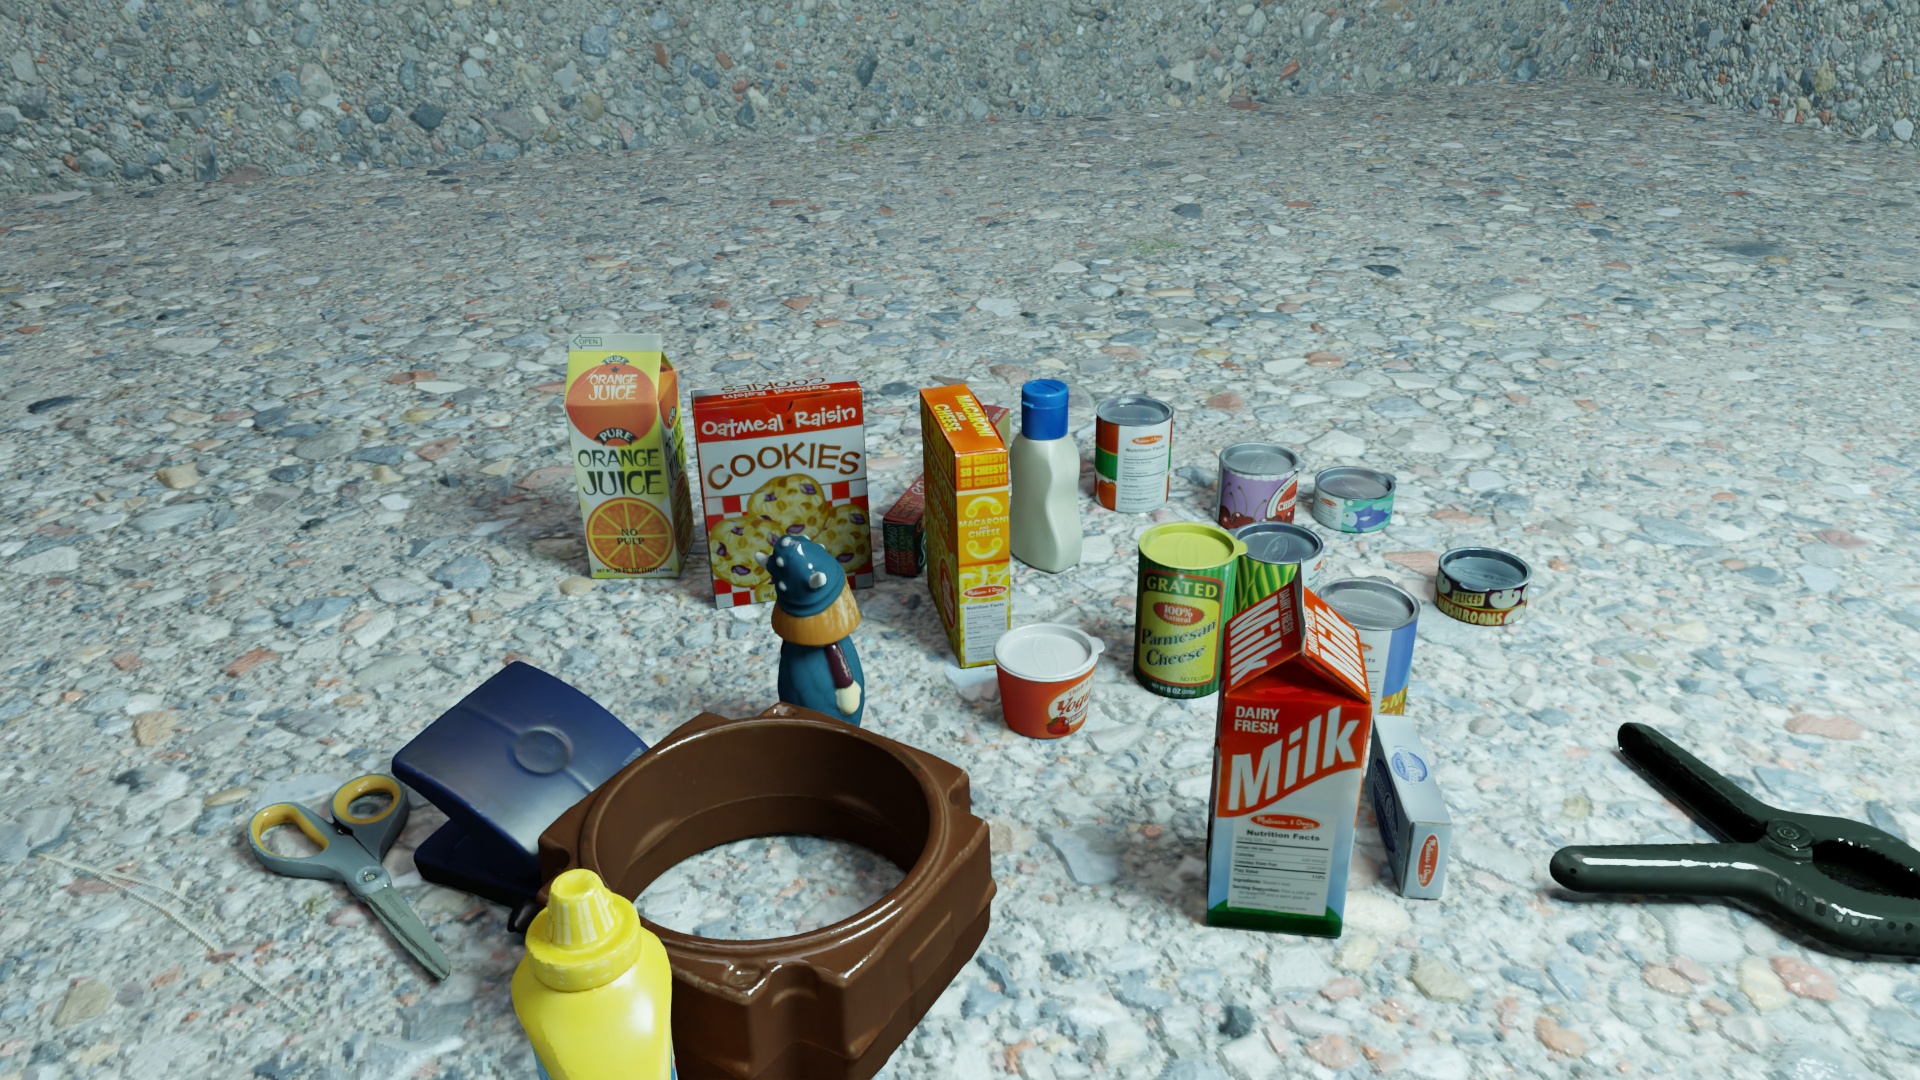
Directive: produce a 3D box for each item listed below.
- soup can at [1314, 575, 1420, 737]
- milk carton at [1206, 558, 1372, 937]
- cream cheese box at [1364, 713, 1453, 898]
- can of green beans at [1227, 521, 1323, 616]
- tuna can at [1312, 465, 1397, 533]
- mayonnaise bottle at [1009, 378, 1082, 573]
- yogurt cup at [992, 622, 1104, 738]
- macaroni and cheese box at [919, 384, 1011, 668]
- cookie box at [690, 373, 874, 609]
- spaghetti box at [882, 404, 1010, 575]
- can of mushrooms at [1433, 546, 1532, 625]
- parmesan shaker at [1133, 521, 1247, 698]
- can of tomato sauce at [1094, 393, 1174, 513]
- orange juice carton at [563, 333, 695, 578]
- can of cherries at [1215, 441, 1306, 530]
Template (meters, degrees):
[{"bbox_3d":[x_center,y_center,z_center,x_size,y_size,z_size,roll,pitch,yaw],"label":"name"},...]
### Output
[{"bbox_3d":[0.261,0.074,0.904,0.071,0.083,0.072,-1,27,1],"label":"soup can"},{"bbox_3d":[0.170,0.109,0.727,0.073,0.189,0.073,3,28,9],"label":"milk carton"},{"bbox_3d":[0.254,0.150,0.792,0.024,0.053,0.104,1,27,4],"label":"cream cheese box"},{"bbox_3d":[0.232,0.026,1.027,0.071,0.057,0.071,-1,27,1],"label":"can of green beans"},{"bbox_3d":[0.332,-0.035,1.167,0.071,0.032,0.071,-1,27,1],"label":"tuna can"},{"bbox_3d":[0.066,-0.051,1.084,0.041,0.147,0.065,-22,34,-35],"label":"mayonnaise bottle"},{"bbox_3d":[0.055,0.093,0.909,0.072,0.053,0.073,-1,27,1],"label":"yogurt cup"},{"bbox_3d":[0.004,-0.012,0.992,0.040,0.165,0.124,-7,28,-11],"label":"macaroni and cheese box"},{"bbox_3d":[-0.132,-0.037,1.042,0.123,0.166,0.040,-8,28,-13],"label":"cookie box"},{"bbox_3d":[-0.008,-0.048,1.185,0.029,0.050,0.251,8,29,18],"label":"spaghetti box"},{"bbox_3d":[0.386,0.034,1.030,0.071,0.033,0.071,-1,27,1],"label":"can of mushrooms"},{"bbox_3d":[0.154,0.048,0.939,0.071,0.102,0.071,-1,27,1],"label":"parmesan shaker"},{"bbox_3d":[0.148,-0.075,1.196,0.071,0.082,0.071,-1,27,1],"label":"can of tomato sauce"},{"bbox_3d":[-0.258,-0.071,1.085,0.072,0.191,0.073,-1,27,1],"label":"orange juice carton"},{"bbox_3d":[0.249,-0.042,1.157,0.071,0.058,0.072,-1,27,1],"label":"can of cherries"}]
